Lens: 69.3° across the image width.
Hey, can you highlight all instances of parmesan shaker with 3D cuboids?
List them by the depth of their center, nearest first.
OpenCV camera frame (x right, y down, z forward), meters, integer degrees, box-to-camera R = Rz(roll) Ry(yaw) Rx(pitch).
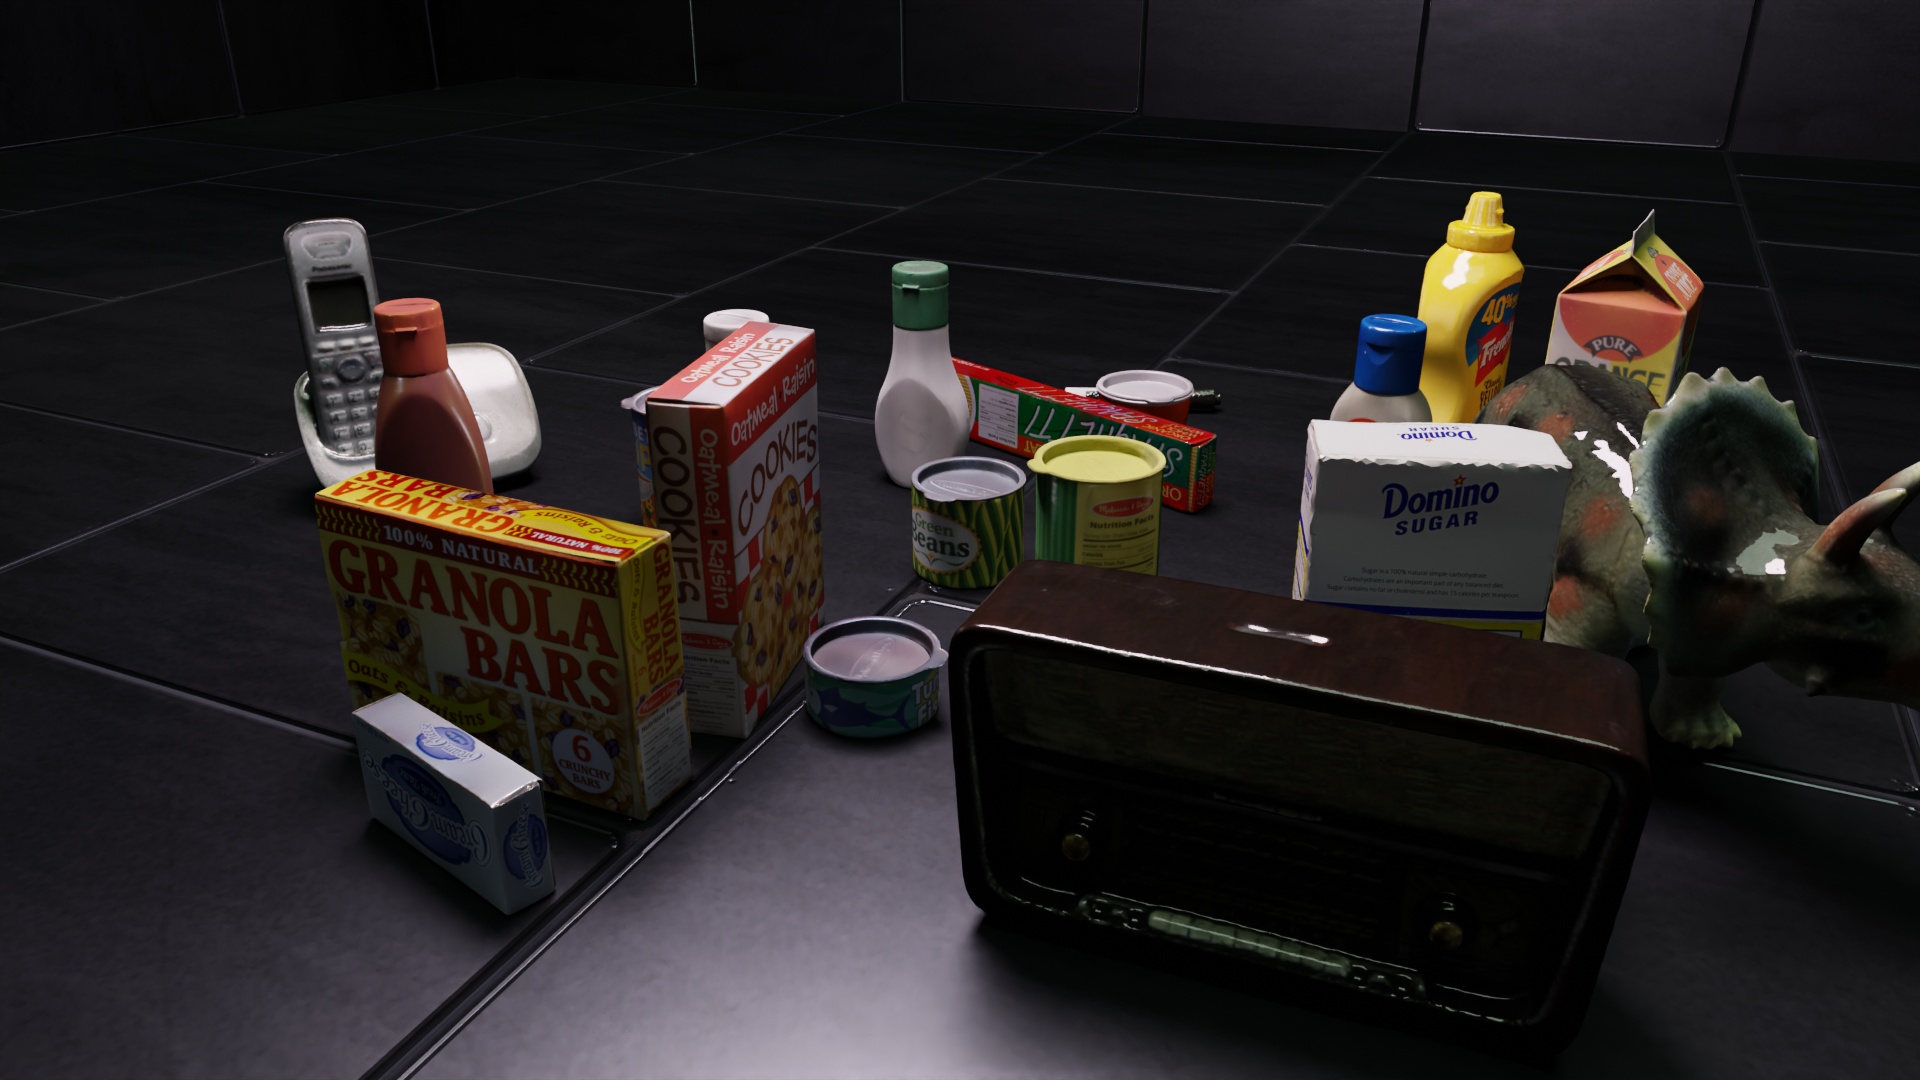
[{"bbox_3d":[0.068,0.005,0.724,0.071,0.102,0.071,0,24,0],"label":"parmesan shaker"}]

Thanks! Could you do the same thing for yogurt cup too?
[{"bbox_3d":[0.129,-0.086,0.984,0.072,0.053,0.073,0,24,0],"label":"yogurt cup"}]

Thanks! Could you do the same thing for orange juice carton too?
[{"bbox_3d":[0.401,-0.101,0.852,0.073,0.191,0.072,15,28,30],"label":"orange juice carton"}]

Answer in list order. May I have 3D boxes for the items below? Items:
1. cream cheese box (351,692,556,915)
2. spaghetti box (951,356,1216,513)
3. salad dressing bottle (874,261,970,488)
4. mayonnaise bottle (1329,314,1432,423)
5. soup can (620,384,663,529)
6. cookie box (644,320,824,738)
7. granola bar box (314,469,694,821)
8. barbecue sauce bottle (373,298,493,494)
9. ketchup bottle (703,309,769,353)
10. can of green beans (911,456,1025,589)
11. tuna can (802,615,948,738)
[{"bbox_3d":[-0.205,0.105,0.561,0.104,0.053,0.024,19,30,35],"label":"cream cheese box"},{"bbox_3d":[0.069,-0.078,0.970,0.250,0.050,0.029,22,32,39],"label":"spaghetti box"},{"bbox_3d":[-0.026,-0.109,0.921,0.064,0.147,0.044,8,25,17],"label":"salad dressing bottle"},{"bbox_3d":[0.240,-0.054,0.802,0.065,0.147,0.041,18,30,35],"label":"mayonnaise bottle"},{"bbox_3d":[-0.171,-0.049,0.864,0.071,0.083,0.071,0,24,0],"label":"soup can"},{"bbox_3d":[-0.105,-0.009,0.675,0.040,0.166,0.123,5,25,11],"label":"cookie box"},{"bbox_3d":[-0.201,0.044,0.611,0.165,0.123,0.039,11,26,22],"label":"granola bar box"},{"bbox_3d":[-0.317,-0.067,0.825,0.065,0.147,0.044,-6,25,-13],"label":"barbecue sauce bottle"},{"bbox_3d":[-0.125,-0.057,0.805,0.065,0.148,0.044,14,28,29],"label":"ketchup bottle"},{"bbox_3d":[0.004,-0.011,0.812,0.071,0.057,0.071,0,24,0],"label":"can of green beans"},{"bbox_3d":[-0.040,0.066,0.673,0.071,0.032,0.071,0,24,0],"label":"tuna can"}]
